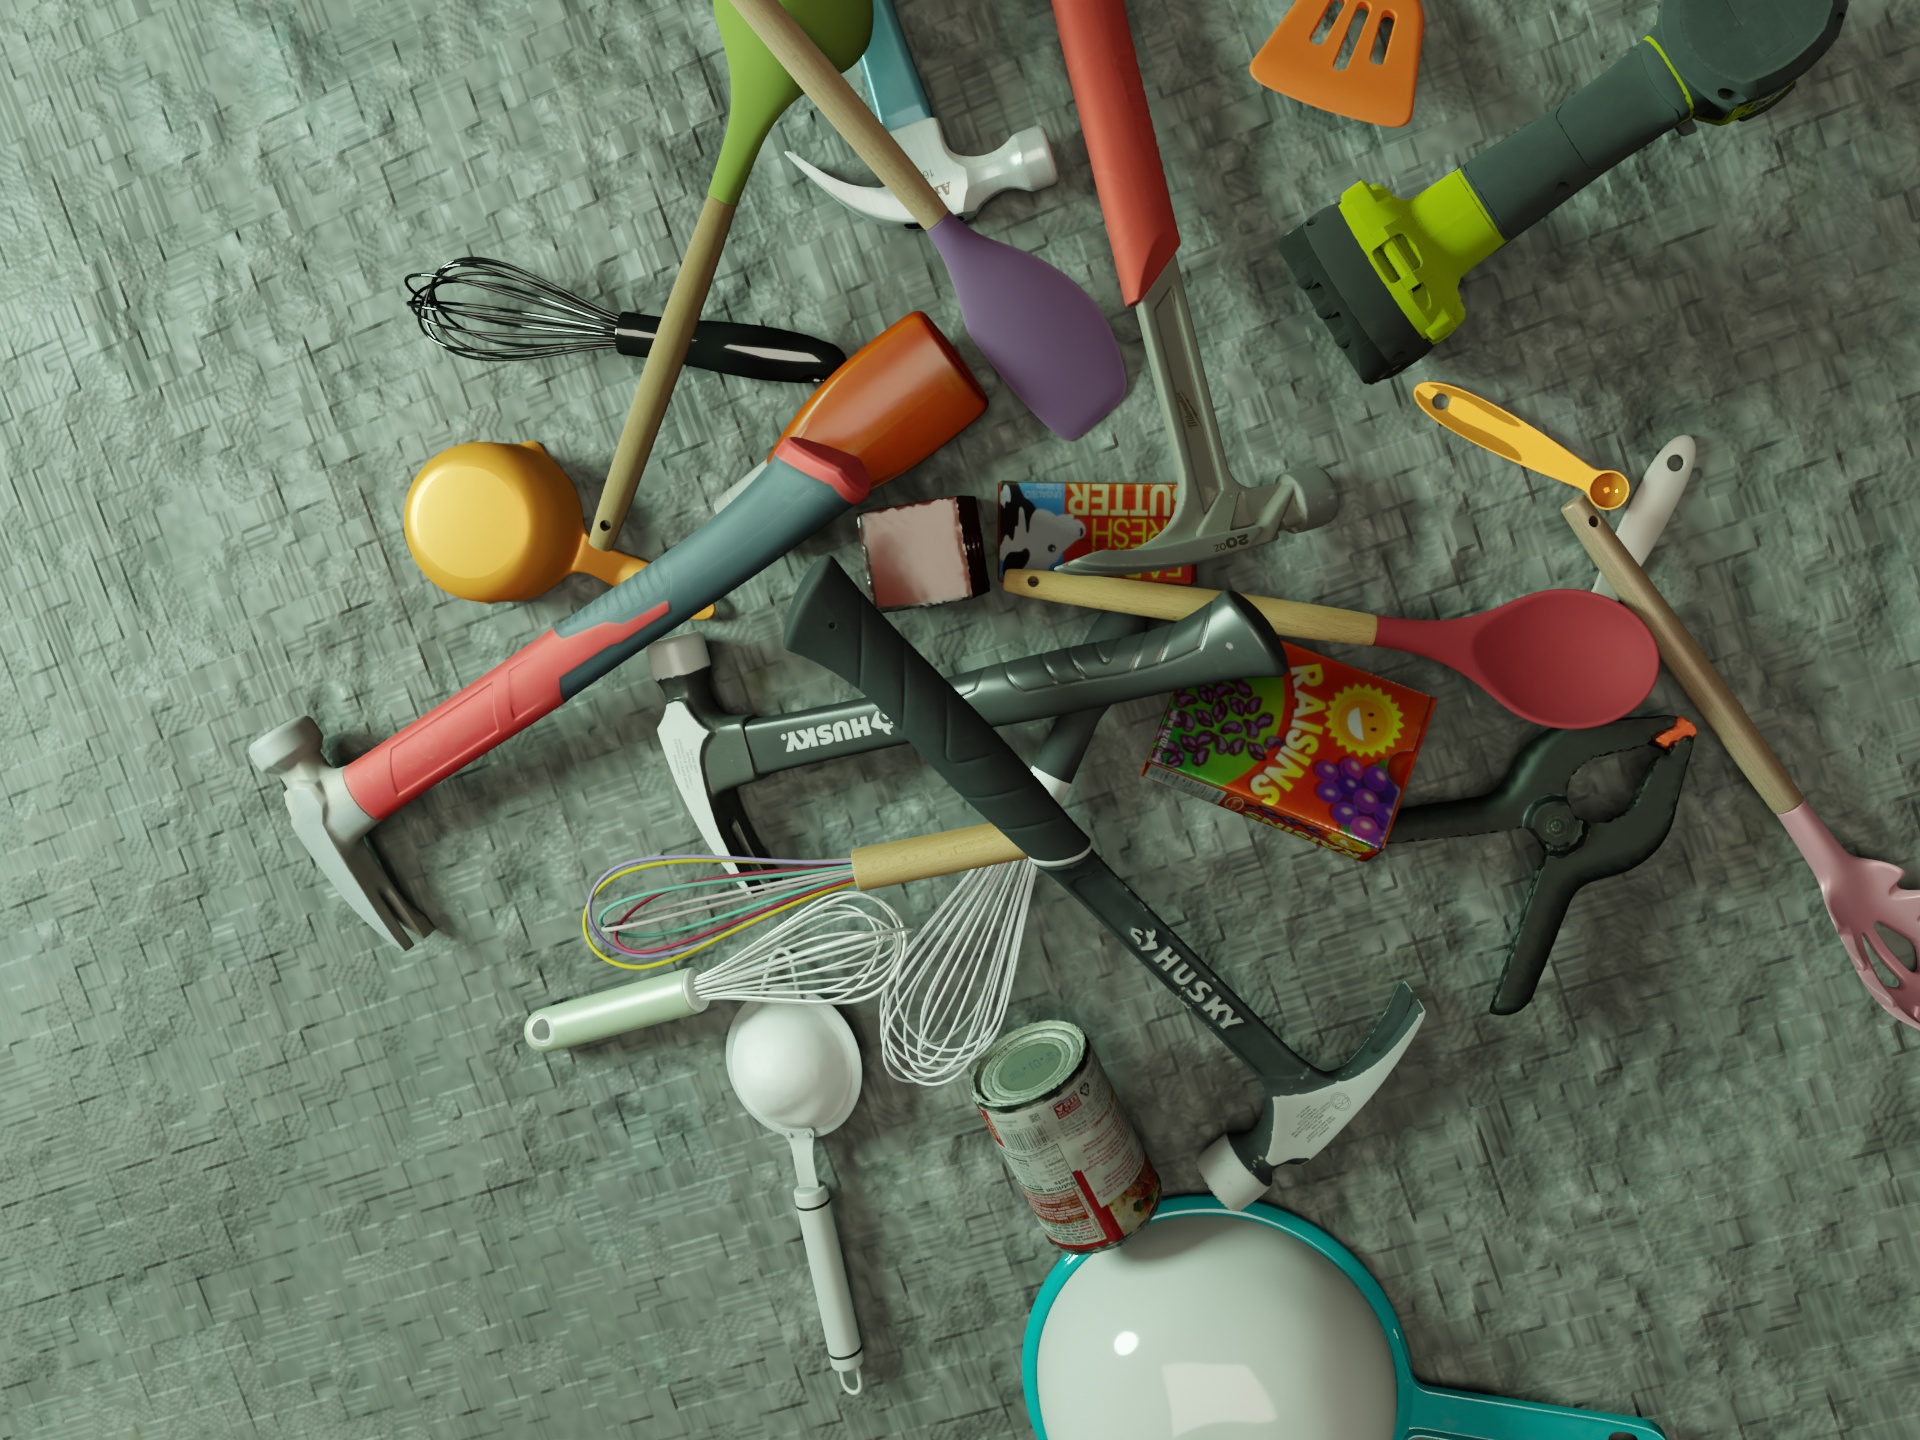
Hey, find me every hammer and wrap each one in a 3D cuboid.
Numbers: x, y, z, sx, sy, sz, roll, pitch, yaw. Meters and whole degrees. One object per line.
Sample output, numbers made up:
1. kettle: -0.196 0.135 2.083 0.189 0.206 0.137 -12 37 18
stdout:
1. hammer: 0.066 0.074 0.774 0.149 0.036 0.408 -41 109 9
2. hammer: 0.077 -0.252 0.777 0.149 0.037 0.359 -14 91 -20
3. hammer: -0.061 -0.409 0.803 0.128 0.033 0.331 -18 93 9
4. hammer: -0.200 -0.017 0.834 0.386 0.038 0.143 -30 98 20
5. hammer: -0.001 -0.003 0.804 0.335 0.035 0.146 -12 96 23

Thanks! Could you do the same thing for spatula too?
1. spatula: 0.232 -0.441 0.750 0.081 0.041 0.322 22 98 6
2. spatula: -0.026 -0.262 0.764 0.060 0.018 0.315 -41 114 11

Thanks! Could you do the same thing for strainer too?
1. strainer: 0.195 0.371 0.821 0.340 0.095 0.211 5 97 9
2. strainer: -0.084 0.256 0.881 0.087 0.050 0.258 -7 99 25

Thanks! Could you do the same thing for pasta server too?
1. pasta server: 0.392 0.020 0.772 0.060 0.040 0.316 -37 93 -7

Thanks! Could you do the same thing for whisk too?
1. whisk: -0.177 -0.206 0.838 0.239 0.055 0.055 9 98 3
2. whisk: -0.136 0.143 0.861 0.246 0.059 0.058 -18 78 21
3. whisk: 0.030 0.064 0.834 0.070 0.070 0.284 25 95 5
4. whisk: -0.073 0.084 0.806 0.245 0.047 0.051 -12 136 5

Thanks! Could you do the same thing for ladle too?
1. ladle: 0.177 -0.047 0.781 0.315 0.031 0.069 8 82 4
2. ladle: -0.127 -0.235 0.798 0.078 0.062 0.320 21 106 -7

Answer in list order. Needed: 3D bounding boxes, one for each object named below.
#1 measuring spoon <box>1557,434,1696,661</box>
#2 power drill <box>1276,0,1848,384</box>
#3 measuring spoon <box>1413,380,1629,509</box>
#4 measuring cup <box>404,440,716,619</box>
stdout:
1. measuring spoon: 0.332 -0.084 0.787 0.034 0.018 0.124 25 99 5
2. power drill: 0.267 -0.250 0.710 0.228 0.190 0.080 -32 91 25
3. measuring spoon: 0.279 -0.138 0.795 0.117 0.011 0.021 30 101 8
4. measuring cup: -0.216 -0.090 0.853 0.173 0.052 0.095 23 99 8
